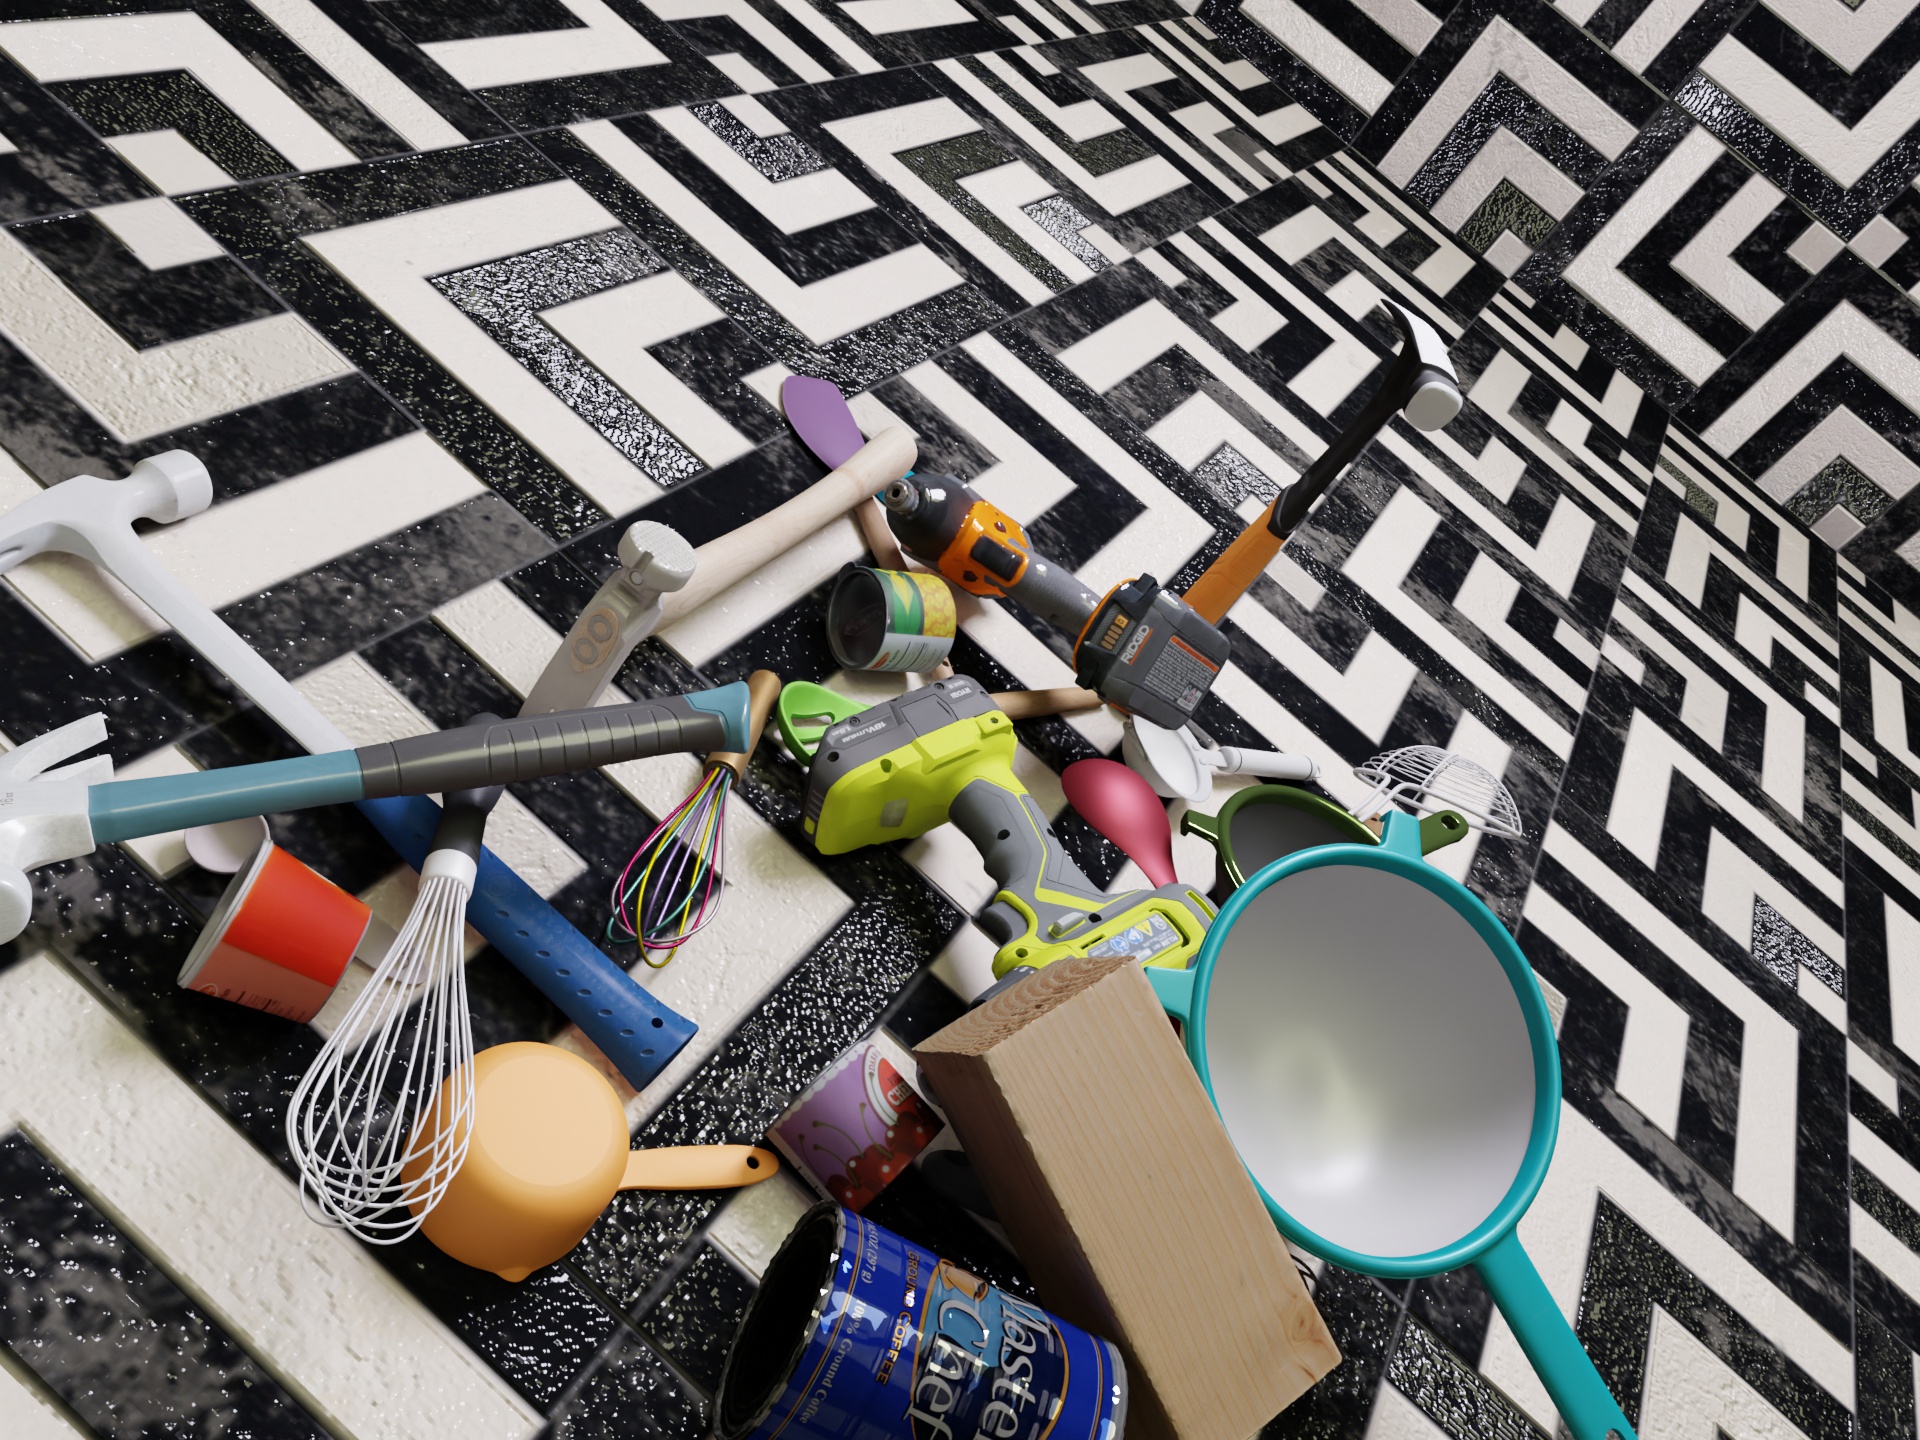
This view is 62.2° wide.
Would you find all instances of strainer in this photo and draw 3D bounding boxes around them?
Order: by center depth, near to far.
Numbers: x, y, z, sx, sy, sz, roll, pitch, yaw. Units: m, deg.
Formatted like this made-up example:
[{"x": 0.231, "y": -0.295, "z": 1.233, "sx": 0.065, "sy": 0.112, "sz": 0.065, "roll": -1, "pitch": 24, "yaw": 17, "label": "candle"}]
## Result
[{"x": 0.225, "y": 0.231, "z": 0.812, "sx": 0.211, "sy": 0.095, "sz": 0.340, "roll": -27, "pitch": 83, "yaw": -26, "label": "strainer"}, {"x": 0.243, "y": 0.107, "z": 1.013, "sx": 0.256, "sy": 0.069, "sz": 0.152, "roll": -13, "pitch": 55, "yaw": -45, "label": "strainer"}, {"x": 0.187, "y": 0.030, "z": 1.149, "sx": 0.258, "sy": 0.050, "sz": 0.087, "roll": 7, "pitch": 53, "yaw": -43, "label": "strainer"}]

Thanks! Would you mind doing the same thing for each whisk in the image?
[{"x": -0.222, "y": 0.091, "z": 0.670, "sx": 0.070, "sy": 0.070, "sz": 0.285, "roll": 22, "pitch": 34, "yaw": -21, "label": "whisk"}, {"x": 0.087, "y": 0.269, "z": 0.809, "sx": 0.239, "sy": 0.055, "sz": 0.055, "roll": 24, "pitch": 39, "yaw": -11, "label": "whisk"}, {"x": -0.137, "y": 0.046, "z": 0.865, "sx": 0.047, "sy": 0.051, "sz": 0.245, "roll": 50, "pitch": 28, "yaw": -21, "label": "whisk"}]

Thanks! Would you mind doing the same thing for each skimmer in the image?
[{"x": 0.256, "y": 0.106, "z": 1.100, "sx": 0.363, "sy": 0.090, "sz": 0.127, "roll": -26, "pitch": 33, "yaw": -35, "label": "skimmer"}]

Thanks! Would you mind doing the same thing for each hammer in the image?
[{"x": -0.243, "y": 0.022, "z": 0.681, "sx": 0.331, "sy": 0.033, "sz": 0.128, "roll": -9, "pitch": 29, "yaw": -26, "label": "hammer"}, {"x": -0.290, "y": 0.027, "z": 0.752, "sx": 0.405, "sy": 0.035, "sz": 0.144, "roll": 42, "pitch": 36, "yaw": 4, "label": "hammer"}, {"x": -0.123, "y": -0.106, "z": 0.979, "sx": 0.038, "sy": 0.146, "sz": 0.411, "roll": 40, "pitch": 29, "yaw": 1, "label": "hammer"}, {"x": 0.206, "y": -0.130, "z": 1.082, "sx": 0.034, "sy": 0.336, "sz": 0.127, "roll": 26, "pitch": 37, "yaw": -18, "label": "hammer"}]

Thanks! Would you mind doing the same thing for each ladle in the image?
[{"x": 0.142, "y": 0.143, "z": 0.909, "sx": 0.069, "sy": 0.031, "sz": 0.316, "roll": -1, "pitch": 53, "yaw": -38, "label": "ladle"}]

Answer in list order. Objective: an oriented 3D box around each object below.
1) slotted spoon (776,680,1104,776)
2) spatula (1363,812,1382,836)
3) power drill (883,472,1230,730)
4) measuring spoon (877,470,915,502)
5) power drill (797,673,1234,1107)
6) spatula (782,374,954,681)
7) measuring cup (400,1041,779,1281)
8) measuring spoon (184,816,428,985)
[{"x": -0.002, "y": -0.003, "z": 1.036, "sx": 0.313, "sy": 0.031, "sz": 0.070, "roll": -8, "pitch": 61, "yaw": -47, "label": "slotted spoon"}, {"x": 0.268, "y": 0.139, "z": 1.097, "sx": 0.082, "sy": 0.044, "sz": 0.318, "roll": 16, "pitch": 32, "yaw": 14, "label": "spatula"}, {"x": 0.052, "y": -0.089, "z": 1.047, "sx": 0.227, "sy": 0.084, "sz": 0.164, "roll": 35, "pitch": 6, "yaw": 28, "label": "power drill"}, {"x": -0.012, "y": -0.146, "z": 1.180, "sx": 0.129, "sy": 0.021, "sz": 0.042, "roll": 43, "pitch": 37, "yaw": 8, "label": "measuring spoon"}, {"x": 0.011, "y": 0.093, "z": 0.863, "sx": 0.190, "sy": 0.080, "sz": 0.229, "roll": -23, "pitch": 58, "yaw": -32, "label": "power drill"}, {"x": -0.065, "y": -0.143, "z": 1.137, "sx": 0.059, "sy": 0.018, "sz": 0.316, "roll": 1, "pitch": 49, "yaw": -34, "label": "spatula"}, {"x": -0.148, "y": 0.184, "z": 0.689, "sx": 0.173, "sy": 0.052, "sz": 0.095, "roll": 8, "pitch": 46, "yaw": -32, "label": "measuring cup"}, {"x": -0.292, "y": 0.081, "z": 0.714, "sx": 0.124, "sy": 0.018, "sz": 0.034, "roll": 39, "pitch": 54, "yaw": -10, "label": "measuring spoon"}]
